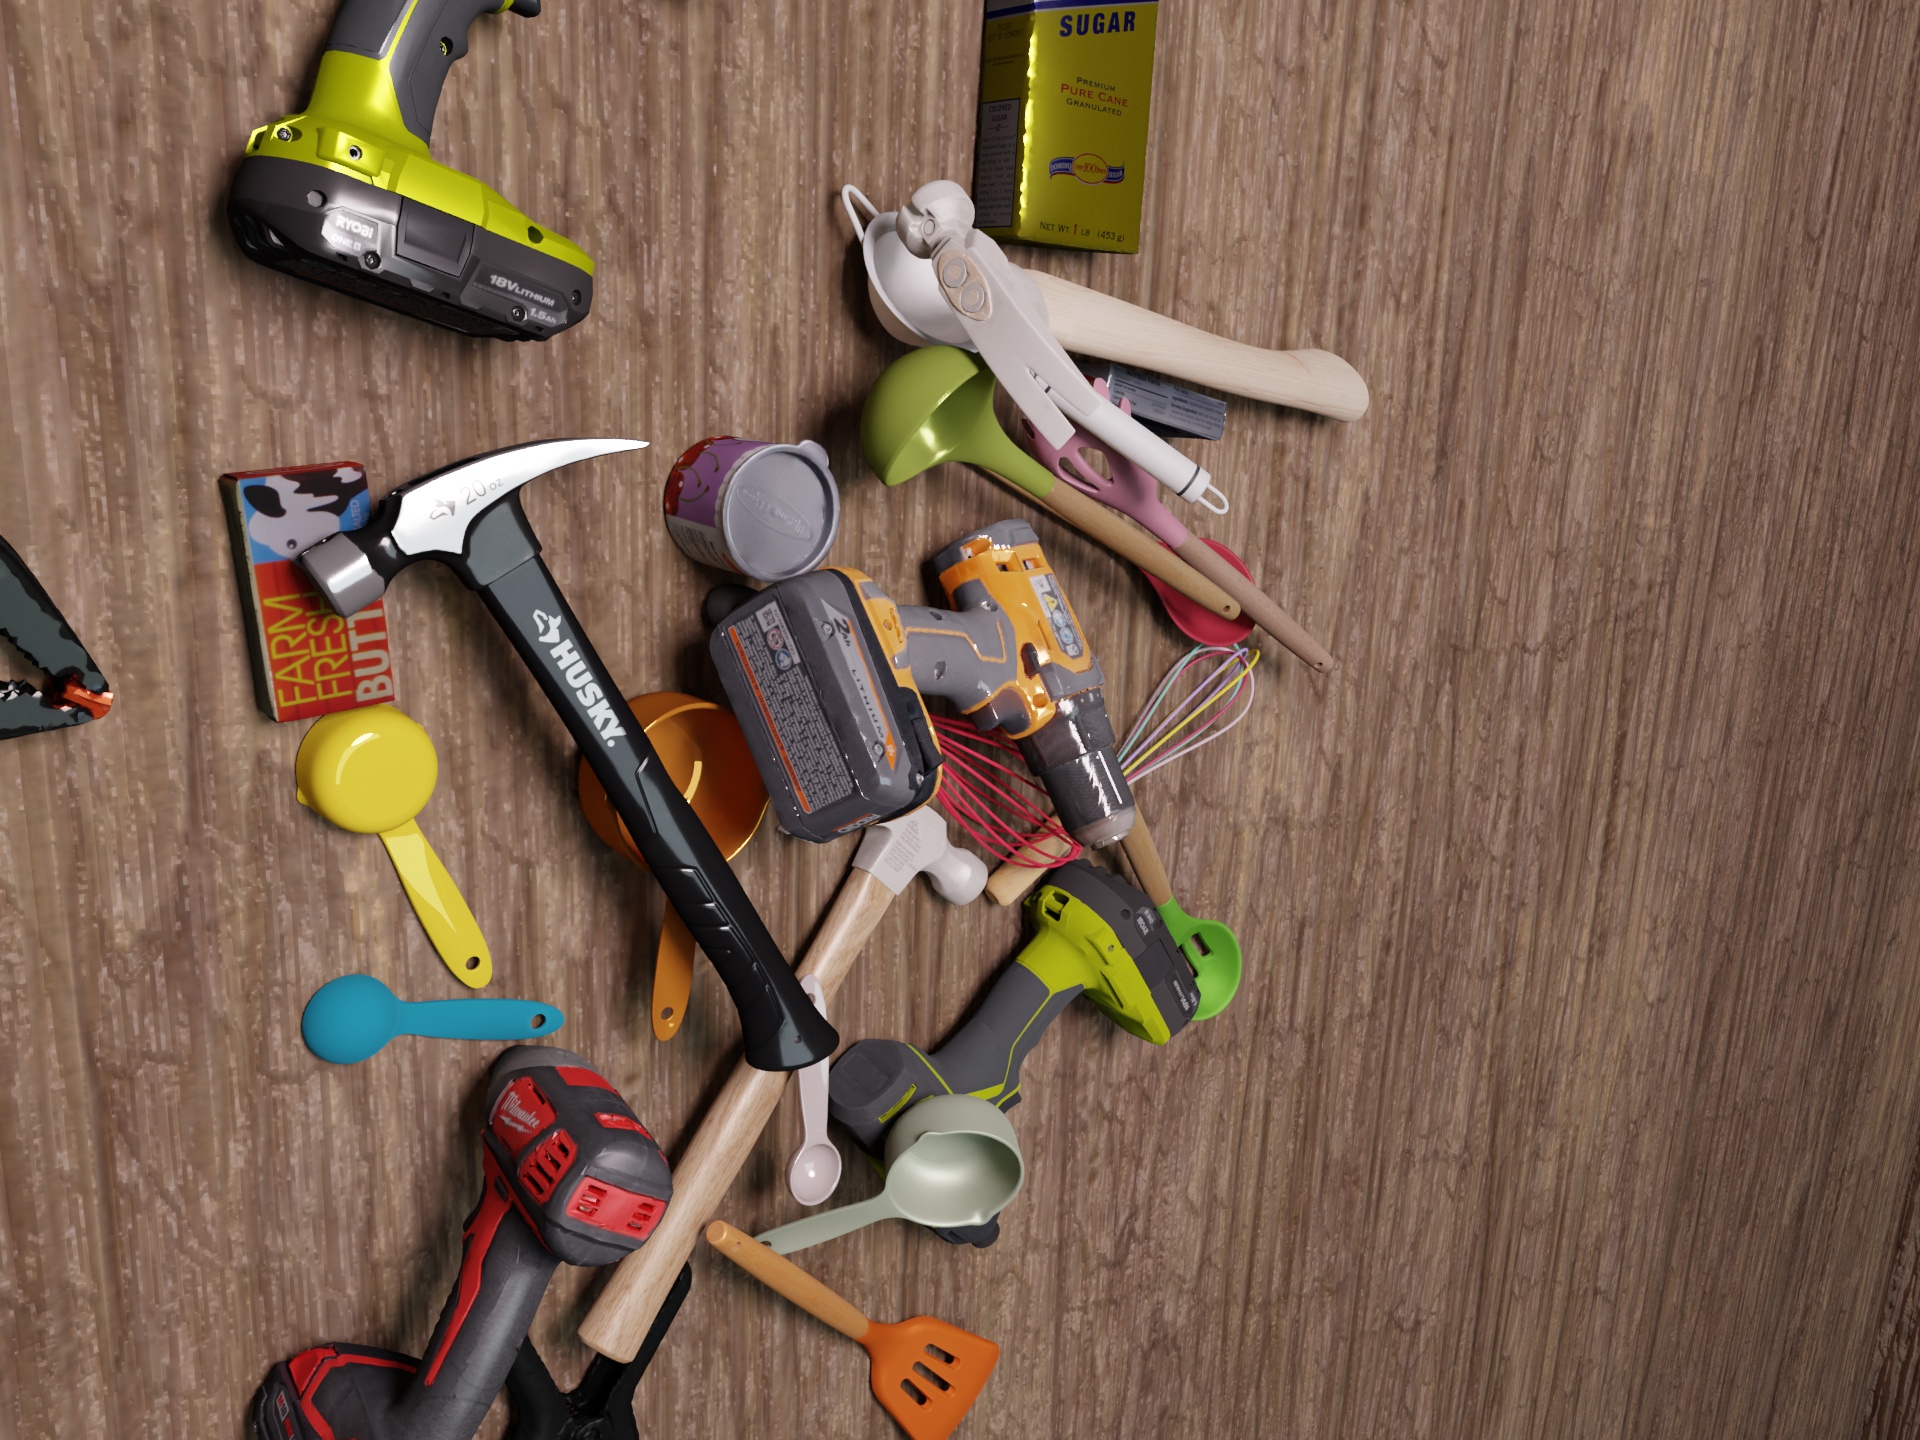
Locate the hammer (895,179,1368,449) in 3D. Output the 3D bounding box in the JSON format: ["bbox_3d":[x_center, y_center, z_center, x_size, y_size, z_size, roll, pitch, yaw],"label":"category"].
[{"bbox_3d":[0.135,-0.198,0.890,0.410,0.146,0.038,-3,146,-51],"label":"hammer"}]

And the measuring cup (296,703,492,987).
[{"bbox_3d":[-0.243,0.063,0.719,0.062,0.029,0.156,-35,121,-28],"label":"measuring cup"}]

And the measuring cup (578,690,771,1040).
[{"bbox_3d":[-0.149,0.070,0.789,0.095,0.052,0.173,-2,106,-40],"label":"measuring cup"}]

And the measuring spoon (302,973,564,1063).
[{"bbox_3d":[-0.242,0.144,0.749,0.128,0.021,0.042,10,96,-41],"label":"measuring spoon"}]

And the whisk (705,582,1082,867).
[{"bbox_3d":[-0.024,0.006,0.876,0.295,0.073,0.073,34,80,-35],"label":"whisk"}]

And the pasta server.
[{"bbox_3d":[0.144,-0.104,0.957,0.316,0.060,0.040,31,46,-42],"label":"pasta server"}]

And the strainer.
[{"bbox_3d":[0.036,-0.181,0.825,0.258,0.050,0.087,34,46,-10],"label":"strainer"}]

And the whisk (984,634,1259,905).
[{"bbox_3d":[0.105,0.029,1.002,0.245,0.047,0.051,-42,127,-20],"label":"whisk"}]

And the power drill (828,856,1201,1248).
[{"bbox_3d":[0.038,0.208,0.977,0.223,0.080,0.171,-43,126,-18],"label":"power drill"}]

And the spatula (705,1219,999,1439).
[{"bbox_3d":[-0.063,0.353,0.930,0.081,0.041,0.322,-52,142,-16],"label":"spatula"}]

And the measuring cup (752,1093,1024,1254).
[{"bbox_3d":[-0.046,0.257,0.884,0.167,0.038,0.083,-22,123,8],"label":"measuring cup"}]

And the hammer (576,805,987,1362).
[{"bbox_3d":[-0.104,0.183,0.856,0.129,0.031,0.331,45,68,-38],"label":"hammer"}]

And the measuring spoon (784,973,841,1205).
[{"bbox_3d":[-0.083,0.196,0.851,0.034,0.018,0.124,-3,93,-43],"label":"measuring spoon"}]

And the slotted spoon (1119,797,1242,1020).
[{"bbox_3d":[0.123,0.096,1.016,0.070,0.031,0.313,-42,136,-14],"label":"slotted spoon"}]

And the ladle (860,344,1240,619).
[{"bbox_3d":[0.066,-0.108,0.853,0.319,0.062,0.078,25,115,-44],"label":"ladle"}]

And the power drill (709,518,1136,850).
[{"bbox_3d":[-0.001,-0.003,0.808,0.226,0.084,0.185,-18,83,-52],"label":"power drill"}]

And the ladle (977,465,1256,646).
[{"bbox_3d":[0.074,-0.120,0.940,0.315,0.031,0.069,25,70,-40],"label":"ladle"}]

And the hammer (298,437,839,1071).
[{"bbox_3d":[-0.140,0.028,0.723,0.146,0.035,0.334,-37,115,-21],"label":"hammer"}]

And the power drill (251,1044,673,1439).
[{"bbox_3d":[-0.225,0.257,0.728,0.078,0.143,0.219,33,87,-37],"label":"power drill"}]

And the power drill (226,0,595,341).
[{"bbox_3d":[-0.184,-0.276,0.640,0.190,0.080,0.228,13,92,-42],"label":"power drill"}]
